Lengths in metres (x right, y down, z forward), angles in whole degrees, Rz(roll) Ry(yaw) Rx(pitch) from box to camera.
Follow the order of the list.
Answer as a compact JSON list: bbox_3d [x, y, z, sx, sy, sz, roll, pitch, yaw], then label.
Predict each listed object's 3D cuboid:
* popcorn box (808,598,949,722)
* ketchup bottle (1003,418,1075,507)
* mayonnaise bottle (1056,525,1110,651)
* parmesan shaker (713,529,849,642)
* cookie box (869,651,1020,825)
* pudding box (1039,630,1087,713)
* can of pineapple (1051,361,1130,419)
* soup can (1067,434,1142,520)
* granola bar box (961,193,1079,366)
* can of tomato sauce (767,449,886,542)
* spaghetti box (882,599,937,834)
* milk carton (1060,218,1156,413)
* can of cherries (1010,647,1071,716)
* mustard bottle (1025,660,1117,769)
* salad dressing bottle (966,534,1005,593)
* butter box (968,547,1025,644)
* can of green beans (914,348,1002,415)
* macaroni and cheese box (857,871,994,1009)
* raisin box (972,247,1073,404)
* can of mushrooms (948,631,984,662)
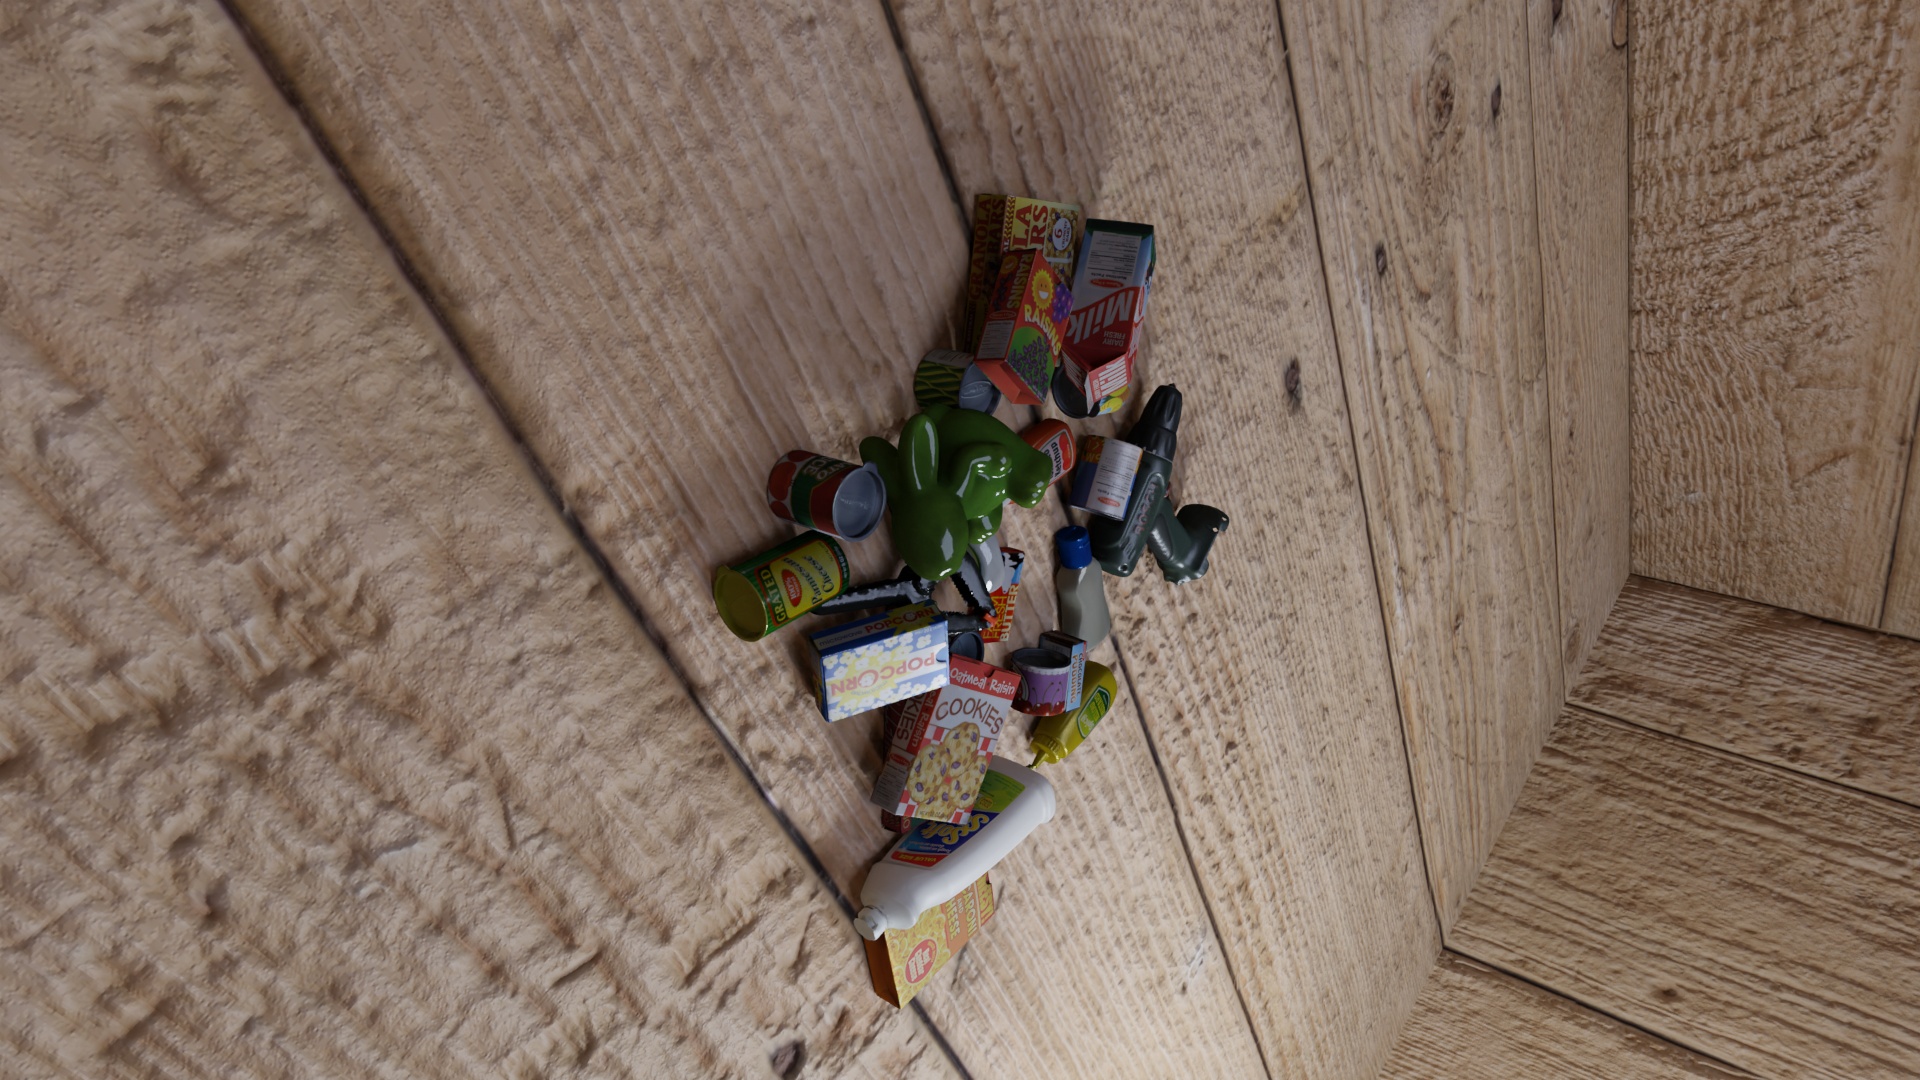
[{"bbox_3d":[-0.076,0.113,1.302,0.127,0.038,0.084,-16,129,-18],"label":"popcorn box"},{"bbox_3d":[0.061,-0.070,1.456,0.149,0.043,0.064,-38,130,-37],"label":"ketchup bottle"},{"bbox_3d":[0.138,0.054,1.599,0.065,0.041,0.147,-39,129,-39],"label":"mayonnaise bottle"},{"bbox_3d":[-0.155,0.035,1.206,0.103,0.071,0.071,-29,124,-43],"label":"parmesan shaker"},{"bbox_3d":[-0.012,0.199,1.409,0.123,0.040,0.167,23,86,-51],"label":"cookie box"},{"bbox_3d":[0.114,0.150,1.595,0.030,0.050,0.083,-9,109,-48],"label":"pudding box"},{"bbox_3d":[0.142,-0.165,1.502,0.058,0.071,0.070,-15,115,-48],"label":"can of pineapple"},{"bbox_3d":[0.162,-0.071,1.566,0.071,0.071,0.083,17,89,-52],"label":"soup can"},{"bbox_3d":[0.059,-0.258,1.389,0.124,0.039,0.165,-9,110,-51],"label":"granola bar box"},{"bbox_3d":[-0.116,-0.042,1.210,0.071,0.083,0.071,-22,119,-46],"label":"can of tomato sauce"},{"bbox_3d":[-0.052,0.180,1.415,0.050,0.029,0.249,-17,116,-46],"label":"spaghetti box"},{"bbox_3d":[0.150,-0.231,1.438,0.072,0.073,0.191,66,36,-68],"label":"milk carton"},{"bbox_3d":[0.085,0.158,1.551,0.072,0.071,0.058,-12,113,-49],"label":"can of cherries"},{"bbox_3d":[0.125,0.214,1.632,0.161,0.049,0.065,-49,135,-29],"label":"mustard bottle"},{"bbox_3d":[0.005,-0.017,1.394,0.044,0.064,0.147,-30,117,-30],"label":"salad dressing bottle"},{"bbox_3d":[0.037,0.059,1.486,0.053,0.024,0.103,3,100,-52],"label":"butter box"},{"bbox_3d":[-0.002,-0.149,1.336,0.071,0.058,0.071,-22,119,-46],"label":"can of green beans"},{"bbox_3d":[-0.032,0.406,1.511,0.167,0.040,0.123,-35,129,-39],"label":"macaroni and cheese box"},{"bbox_3d":[0.062,-0.204,1.327,0.086,0.040,0.124,41,59,-50],"label":"raisin box"},{"bbox_3d":[-0.010,0.122,1.444,0.071,0.033,0.070,-23,121,-46],"label":"can of mushrooms"}]
